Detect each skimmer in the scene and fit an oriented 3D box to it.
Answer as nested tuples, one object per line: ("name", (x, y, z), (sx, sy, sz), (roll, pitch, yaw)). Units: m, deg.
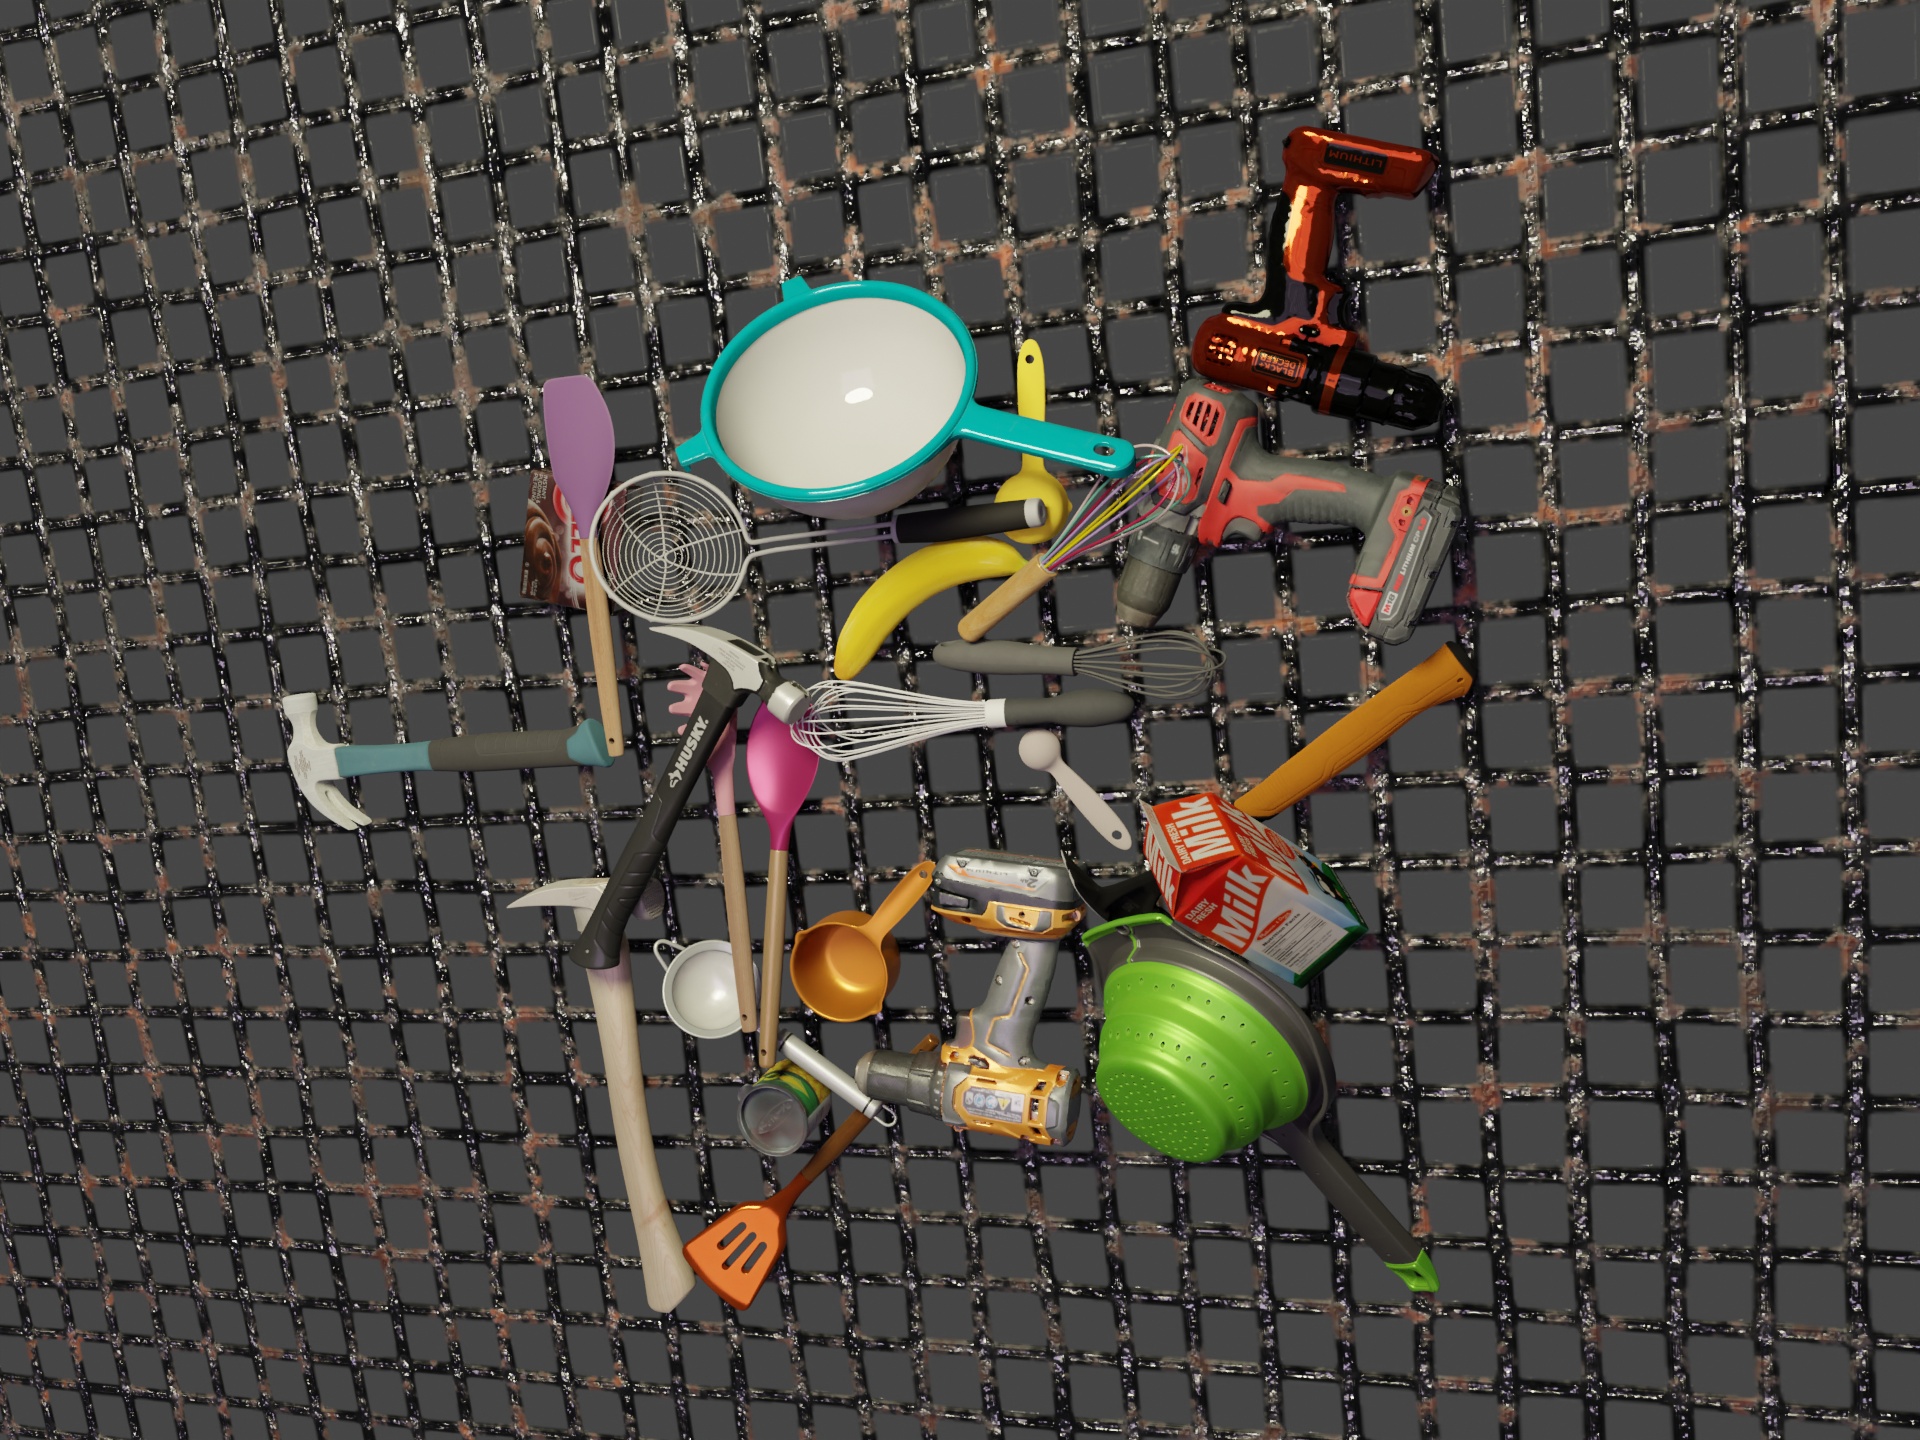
("skimmer", (-0.116, -0.149, 1.245), (0.363, 0.090, 0.127), (-4, 81, 24))

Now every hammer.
("hammer", (-0.253, 0.073, 1.333), (0.146, 0.035, 0.334), (36, 111, 18))
("hammer", (-0.464, 0.030, 1.437), (0.331, 0.033, 0.128), (-4, 99, 18))
("hammer", (-0.311, 0.344, 1.451), (0.146, 0.038, 0.410), (-4, 100, 20))
("hammer", (0.235, 0.049, 1.192), (0.337, 0.034, 0.127), (-38, 130, 16))

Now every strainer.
("strainer", (-0.161, 0.274, 1.376), (0.258, 0.050, 0.087), (34, 67, 12))
("strainer", (-0.026, -0.208, 1.187), (0.340, 0.095, 0.211), (17, 65, 20))

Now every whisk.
("whisk", (-0.002, -0.003, 1.274), (0.284, 0.070, 0.070), (-3, 100, 13))
("whisk", (0.081, -0.129, 1.187), (0.051, 0.047, 0.245), (26, 135, -28))
("whisk", (0.089, -0.048, 1.241), (0.239, 0.055, 0.055), (4, 102, 22))

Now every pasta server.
("pasta server", (-0.199, 0.108, 1.345), (0.060, 0.040, 0.316), (-6, 91, 27))

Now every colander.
("colander", (0.223, 0.323, 1.209), (0.397, 0.094, 0.204), (49, 146, -9))

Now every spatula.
("spatula", (-0.123, 0.389, 1.397), (0.081, 0.041, 0.322), (42, 109, 7))
("spatula", (-0.303, -0.126, 1.321), (0.060, 0.018, 0.316), (-3, 98, 12))

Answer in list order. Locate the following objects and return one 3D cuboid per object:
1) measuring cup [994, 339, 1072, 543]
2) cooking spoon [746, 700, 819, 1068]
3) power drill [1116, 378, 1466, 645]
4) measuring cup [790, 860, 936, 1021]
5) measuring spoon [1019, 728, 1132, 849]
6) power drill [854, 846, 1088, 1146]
("measuring cup", (0.052, -0.213, 1.223), (0.062, 0.029, 0.156), (2, 104, 17))
("cooking spoon", (-0.154, 0.135, 1.343), (0.069, 0.017, 0.319), (4, 91, 21))
("power drill", (0.232, -0.128, 1.162), (0.227, 0.080, 0.188), (24, 107, 15))
("measuring cup", (-0.068, 0.174, 1.331), (0.095, 0.052, 0.173), (42, 108, 6))
("measuring spoon", (0.093, 0.058, 1.272), (0.034, 0.018, 0.124), (-44, 87, 20))
("power drill", (0.011, 0.219, 1.282), (0.185, 0.084, 0.226), (5, 93, 17))
